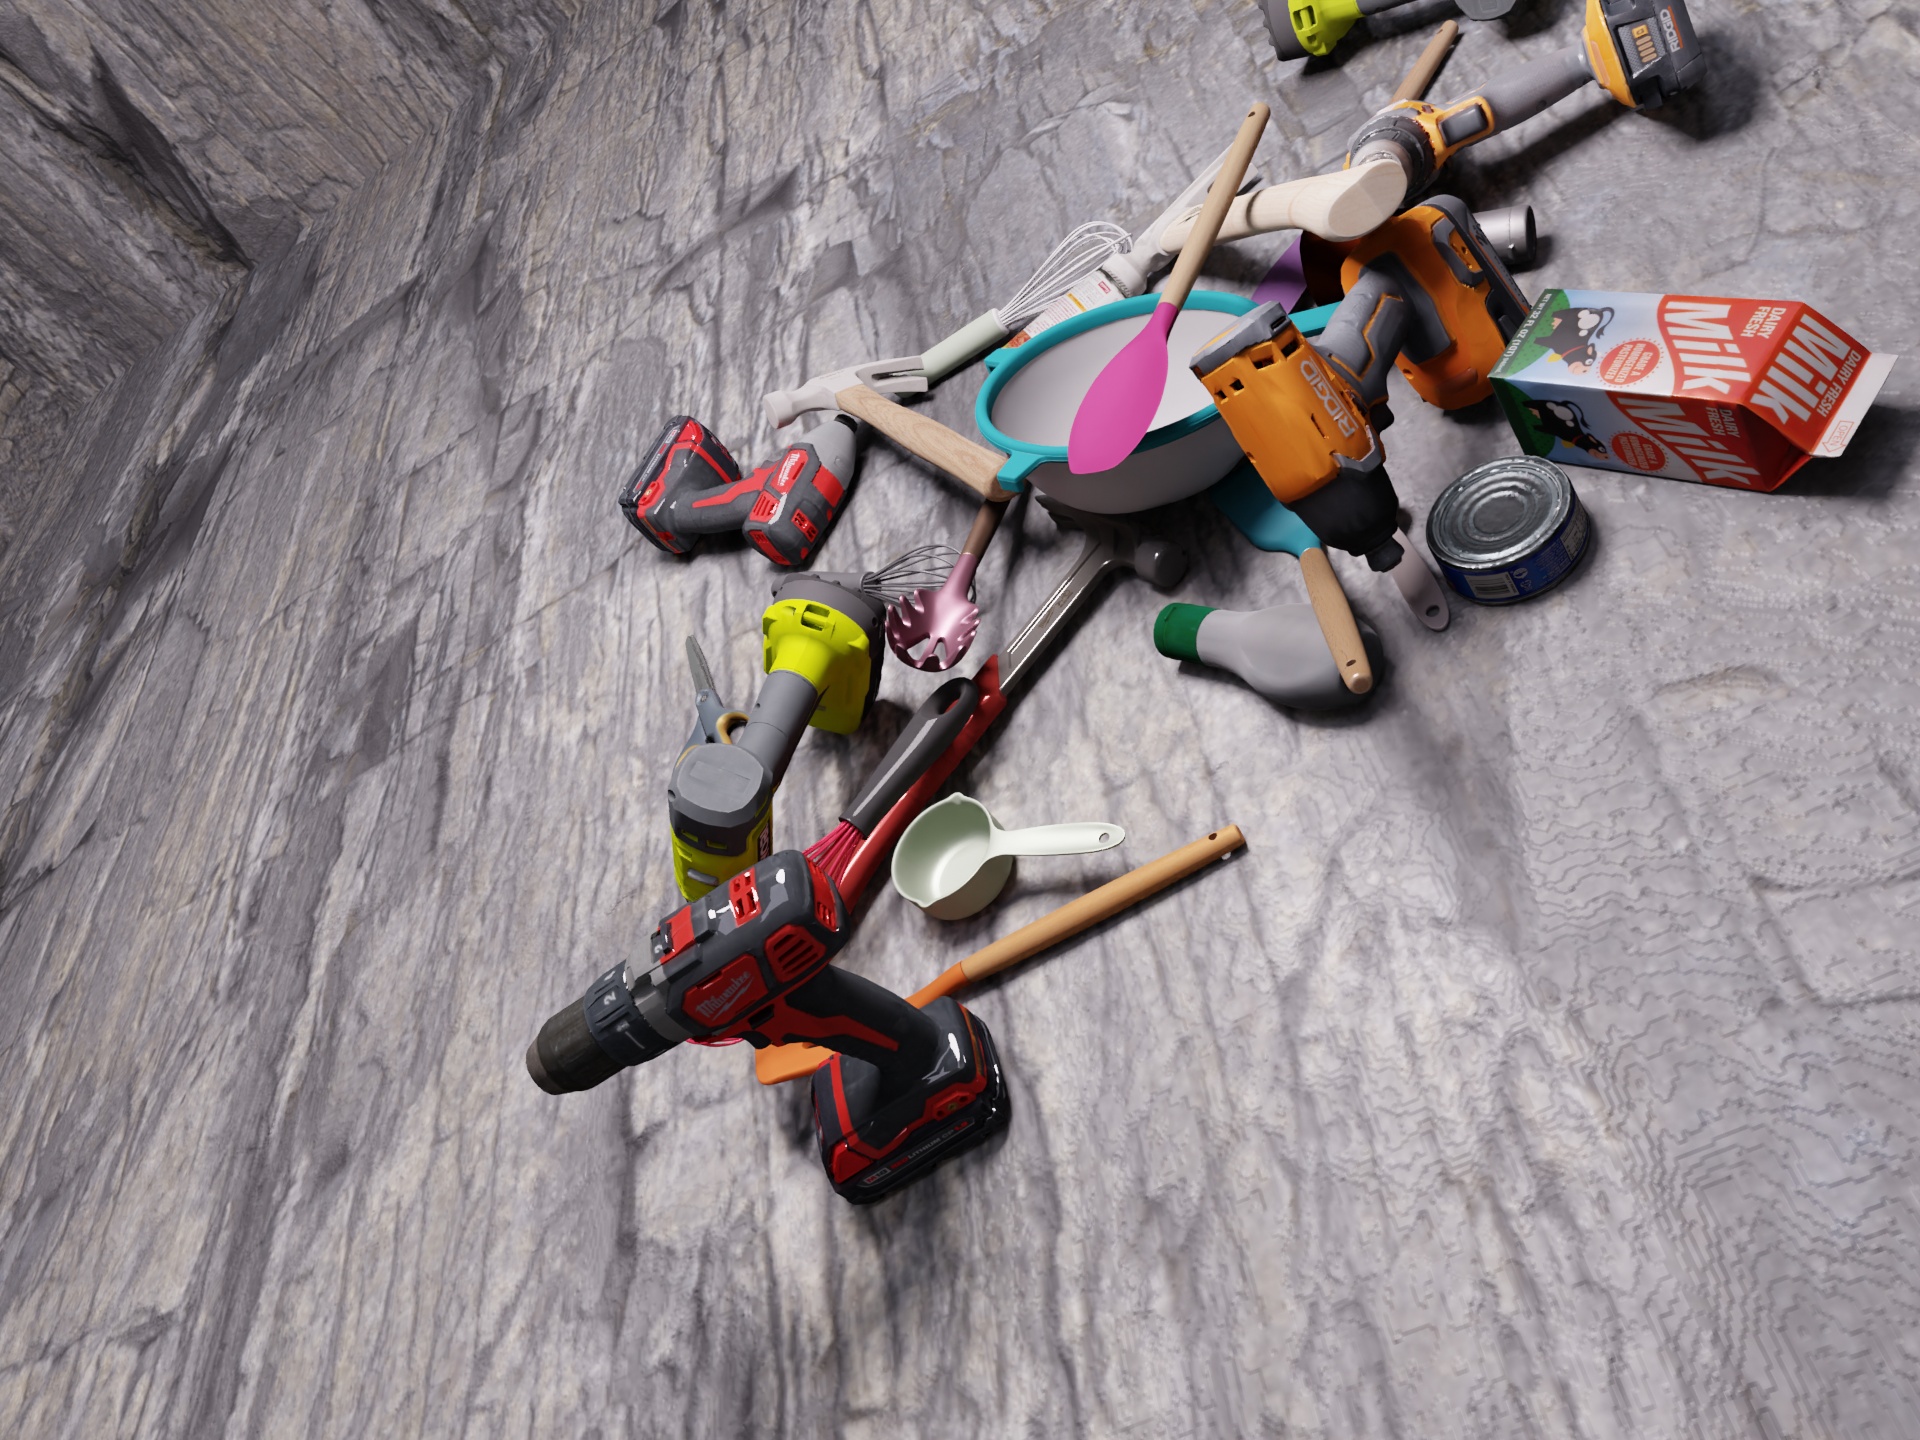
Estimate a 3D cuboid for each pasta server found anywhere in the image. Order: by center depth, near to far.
[{"bbox_3d":[0.015,-0.136,1.140,0.060,0.040,0.316,17,46,6],"label":"pasta server"}]

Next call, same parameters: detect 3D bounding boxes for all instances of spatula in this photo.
[{"bbox_3d":[0.204,-0.094,0.940,0.082,0.044,0.318,-31,20,17],"label":"spatula"},{"bbox_3d":[0.020,0.134,0.946,0.322,0.041,0.081,-29,30,16],"label":"spatula"},{"bbox_3d":[0.297,-0.412,1.199,0.316,0.018,0.060,-57,29,-14],"label":"spatula"}]

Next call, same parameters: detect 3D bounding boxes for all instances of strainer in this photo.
[{"bbox_3d":[0.184,-0.221,1.087,0.340,0.095,0.211,-14,37,8],"label":"strainer"}]

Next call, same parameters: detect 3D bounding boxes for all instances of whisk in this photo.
[{"bbox_3d":[-0.081,0.083,1.009,0.073,0.073,0.296,17,62,47],"label":"whisk"},{"bbox_3d":[-0.073,-0.106,1.230,0.239,0.055,0.055,2,58,46],"label":"whisk"},{"bbox_3d":[0.041,-0.342,1.345,0.246,0.058,0.059,-28,8,24],"label":"whisk"}]

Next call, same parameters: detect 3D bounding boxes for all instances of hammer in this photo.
[{"bbox_3d":[-0.002,-0.003,1.088,0.359,0.036,0.149,-51,40,-8],"label":"hammer"},{"bbox_3d":[0.211,-0.356,1.095,0.146,0.038,0.411,-44,17,2],"label":"hammer"},{"bbox_3d":[-0.039,-0.230,1.250,0.130,0.031,0.332,-25,32,-17],"label":"hammer"}]

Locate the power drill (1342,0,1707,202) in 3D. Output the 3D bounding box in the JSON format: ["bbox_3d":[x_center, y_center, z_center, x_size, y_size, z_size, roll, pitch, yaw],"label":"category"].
[{"bbox_3d":[0.362,-0.408,1.048,0.226,0.084,0.185,-19,17,29],"label":"power drill"}]

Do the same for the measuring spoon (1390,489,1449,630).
[{"bbox_3d":[0.267,-0.096,0.958,0.034,0.018,0.124,-30,48,17],"label":"measuring spoon"}]

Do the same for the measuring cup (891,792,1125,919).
[{"bbox_3d":[0.034,0.085,0.980,0.167,0.038,0.083,-8,52,34],"label":"measuring cup"}]

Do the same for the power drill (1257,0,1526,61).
[{"bbox_3d":[0.364,-0.600,1.256,0.223,0.080,0.171,7,48,40],"label":"power drill"}]

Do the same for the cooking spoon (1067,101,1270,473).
[{"bbox_3d":[0.144,-0.284,1.028,0.069,0.017,0.319,1,58,46],"label":"cooking spoon"}]

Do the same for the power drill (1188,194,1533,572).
[{"bbox_3d":[0.248,-0.196,0.932,0.226,0.164,0.084,-40,8,-33],"label":"power drill"}]

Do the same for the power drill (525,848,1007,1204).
[{"bbox_3d":[-0.100,0.179,0.863,0.188,0.226,0.080,-33,40,13],"label":"power drill"}]

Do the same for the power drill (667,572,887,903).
[{"bbox_3d":[-0.128,0.031,1.083,0.080,0.190,0.229,19,54,7],"label":"power drill"}]

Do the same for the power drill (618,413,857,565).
[{"bbox_3d":[-0.187,-0.210,1.399,0.220,0.078,0.143,9,63,42],"label":"power drill"}]
